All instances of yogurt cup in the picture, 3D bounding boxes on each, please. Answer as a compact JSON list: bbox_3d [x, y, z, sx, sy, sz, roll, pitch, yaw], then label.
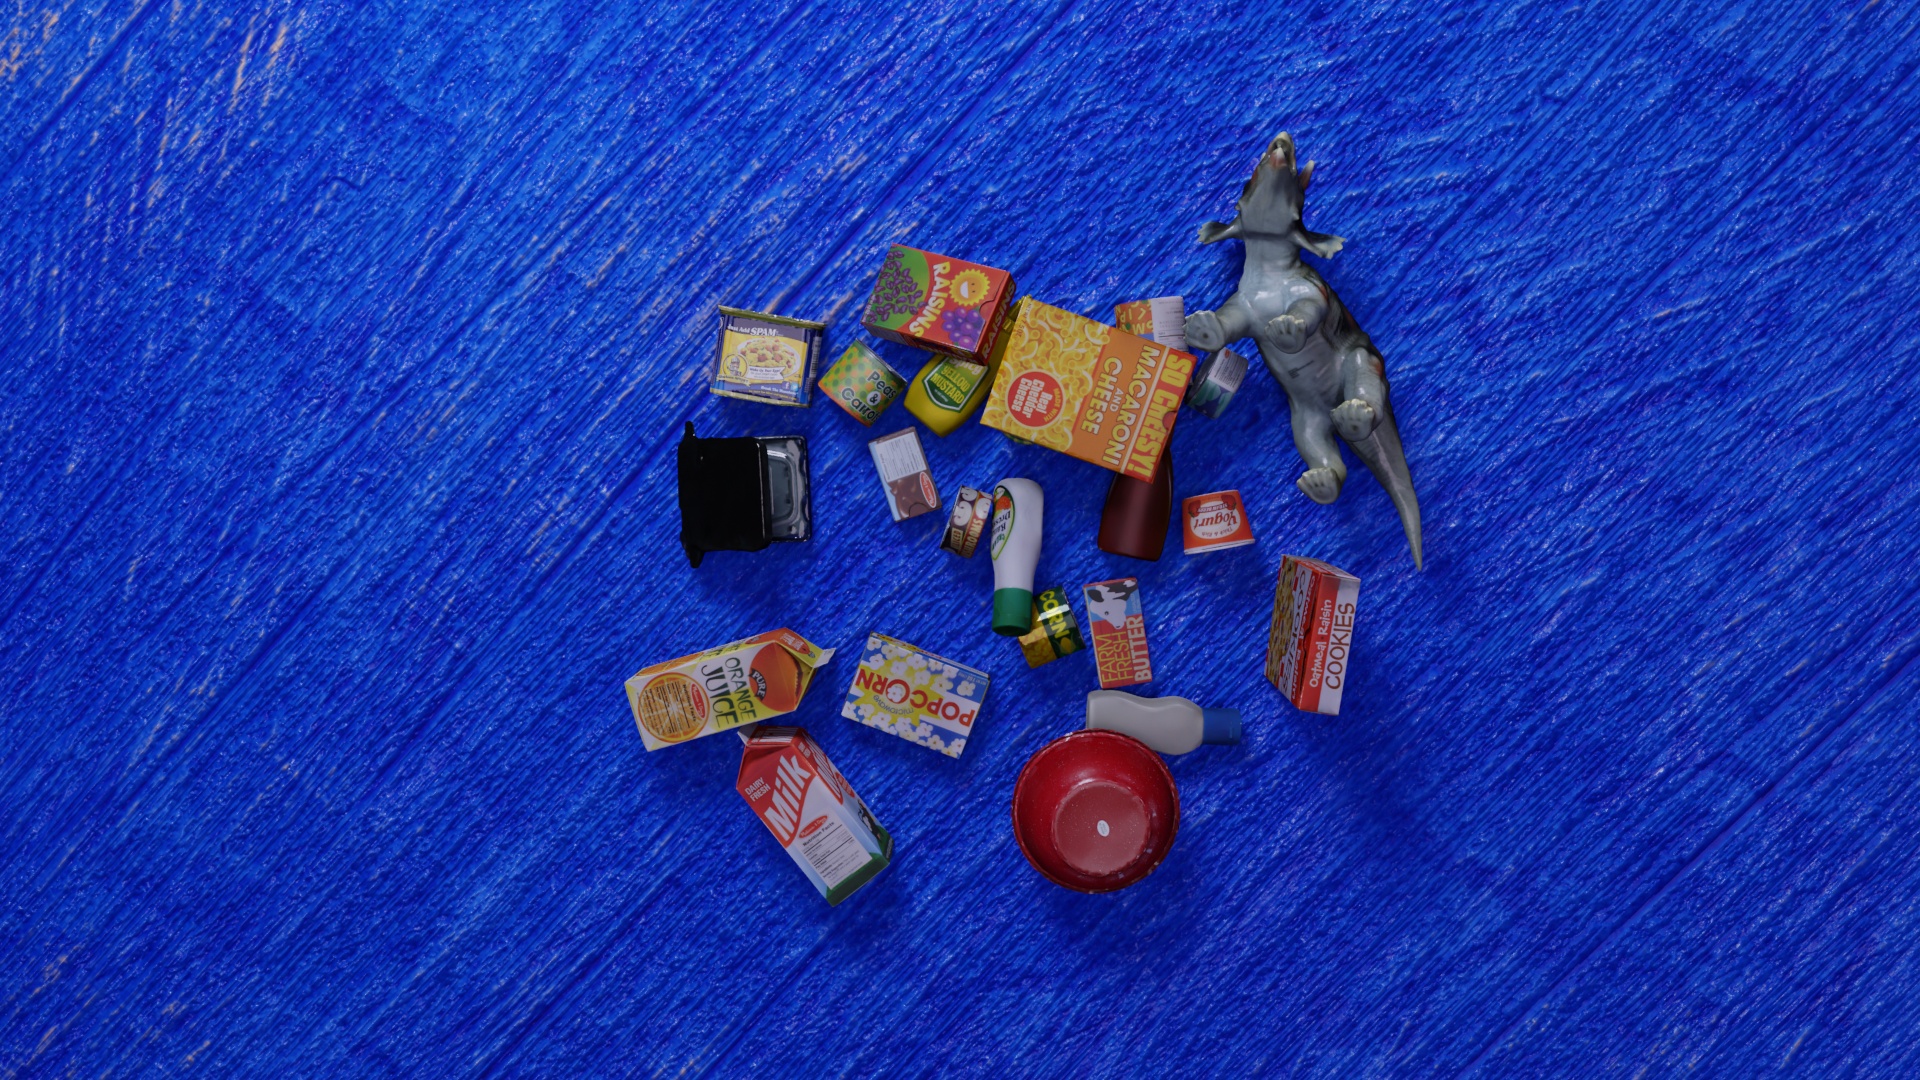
[{"bbox_3d":[0.243,-0.017,1.327,0.072,0.072,0.054,-10,87,2],"label":"yogurt cup"}]

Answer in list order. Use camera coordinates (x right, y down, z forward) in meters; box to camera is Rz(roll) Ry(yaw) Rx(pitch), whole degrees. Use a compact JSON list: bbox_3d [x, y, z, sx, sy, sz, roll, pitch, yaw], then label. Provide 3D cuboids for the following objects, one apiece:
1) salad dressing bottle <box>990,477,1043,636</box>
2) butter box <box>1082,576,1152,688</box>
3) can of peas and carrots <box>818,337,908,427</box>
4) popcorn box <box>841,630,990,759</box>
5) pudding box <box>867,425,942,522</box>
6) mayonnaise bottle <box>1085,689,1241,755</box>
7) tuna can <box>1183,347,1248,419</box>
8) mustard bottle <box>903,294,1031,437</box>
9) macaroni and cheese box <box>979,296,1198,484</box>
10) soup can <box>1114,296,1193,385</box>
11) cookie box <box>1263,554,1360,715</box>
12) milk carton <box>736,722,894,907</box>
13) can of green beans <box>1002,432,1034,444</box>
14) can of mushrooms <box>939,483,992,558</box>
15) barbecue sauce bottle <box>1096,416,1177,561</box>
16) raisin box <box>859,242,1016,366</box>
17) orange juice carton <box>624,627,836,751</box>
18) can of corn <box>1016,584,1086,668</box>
[{"bbox_3d":[0.052,0.016,1.312,0.044,0.064,0.148,12,67,-22],"label":"salad dressing bottle"},{"bbox_3d":[0.154,0.090,1.357,0.053,0.024,0.103,-10,94,3],"label":"butter box"},{"bbox_3d":[-0.091,-0.148,1.317,0.071,0.071,0.058,41,96,-3],"label":"can of peas and carrots"},{"bbox_3d":[-0.044,0.151,1.358,0.127,0.038,0.085,21,96,-1],"label":"popcorn box"},{"bbox_3d":[-0.054,-0.064,1.344,0.050,0.030,0.083,-19,95,2],"label":"pudding box"},{"bbox_3d":[0.197,0.180,1.356,0.148,0.041,0.064,2,101,0],"label":"mayonnaise bottle"},{"bbox_3d":[0.241,-0.149,1.315,0.033,0.071,0.071,29,95,-3],"label":"tuna can"},{"bbox_3d":[0.013,-0.174,1.324,0.065,0.049,0.160,39,95,0],"label":"mustard bottle"},{"bbox_3d":[0.116,-0.136,1.266,0.166,0.040,0.123,20,96,3],"label":"macaroni and cheese box"},{"bbox_3d":[0.180,-0.184,1.313,0.071,0.071,0.083,-7,94,2],"label":"soup can"},{"bbox_3d":[0.320,0.083,1.281,0.040,0.167,0.122,8,95,1],"label":"cookie box"},{"bbox_3d":[-0.152,0.252,1.353,0.073,0.072,0.190,-38,94,4],"label":"milk carton"},{"bbox_3d":[0.065,-0.124,1.323,0.071,0.058,0.071,0,95,1],"label":"can of green beans"},{"bbox_3d":[0.005,-0.017,1.327,0.033,0.071,0.071,19,95,-2],"label":"can of mushrooms"},{"bbox_3d":[0.176,-0.057,1.334,0.065,0.044,0.148,12,95,0],"label":"barbecue sauce bottle"},{"bbox_3d":[-0.020,-0.221,1.296,0.123,0.040,0.086,18,80,20],"label":"raisin box"},{"bbox_3d":[-0.216,0.138,1.344,0.193,0.072,0.073,-16,95,3],"label":"orange juice carton"},{"bbox_3d":[0.082,0.082,1.334,0.058,0.071,0.071,-22,95,4],"label":"can of corn"}]
